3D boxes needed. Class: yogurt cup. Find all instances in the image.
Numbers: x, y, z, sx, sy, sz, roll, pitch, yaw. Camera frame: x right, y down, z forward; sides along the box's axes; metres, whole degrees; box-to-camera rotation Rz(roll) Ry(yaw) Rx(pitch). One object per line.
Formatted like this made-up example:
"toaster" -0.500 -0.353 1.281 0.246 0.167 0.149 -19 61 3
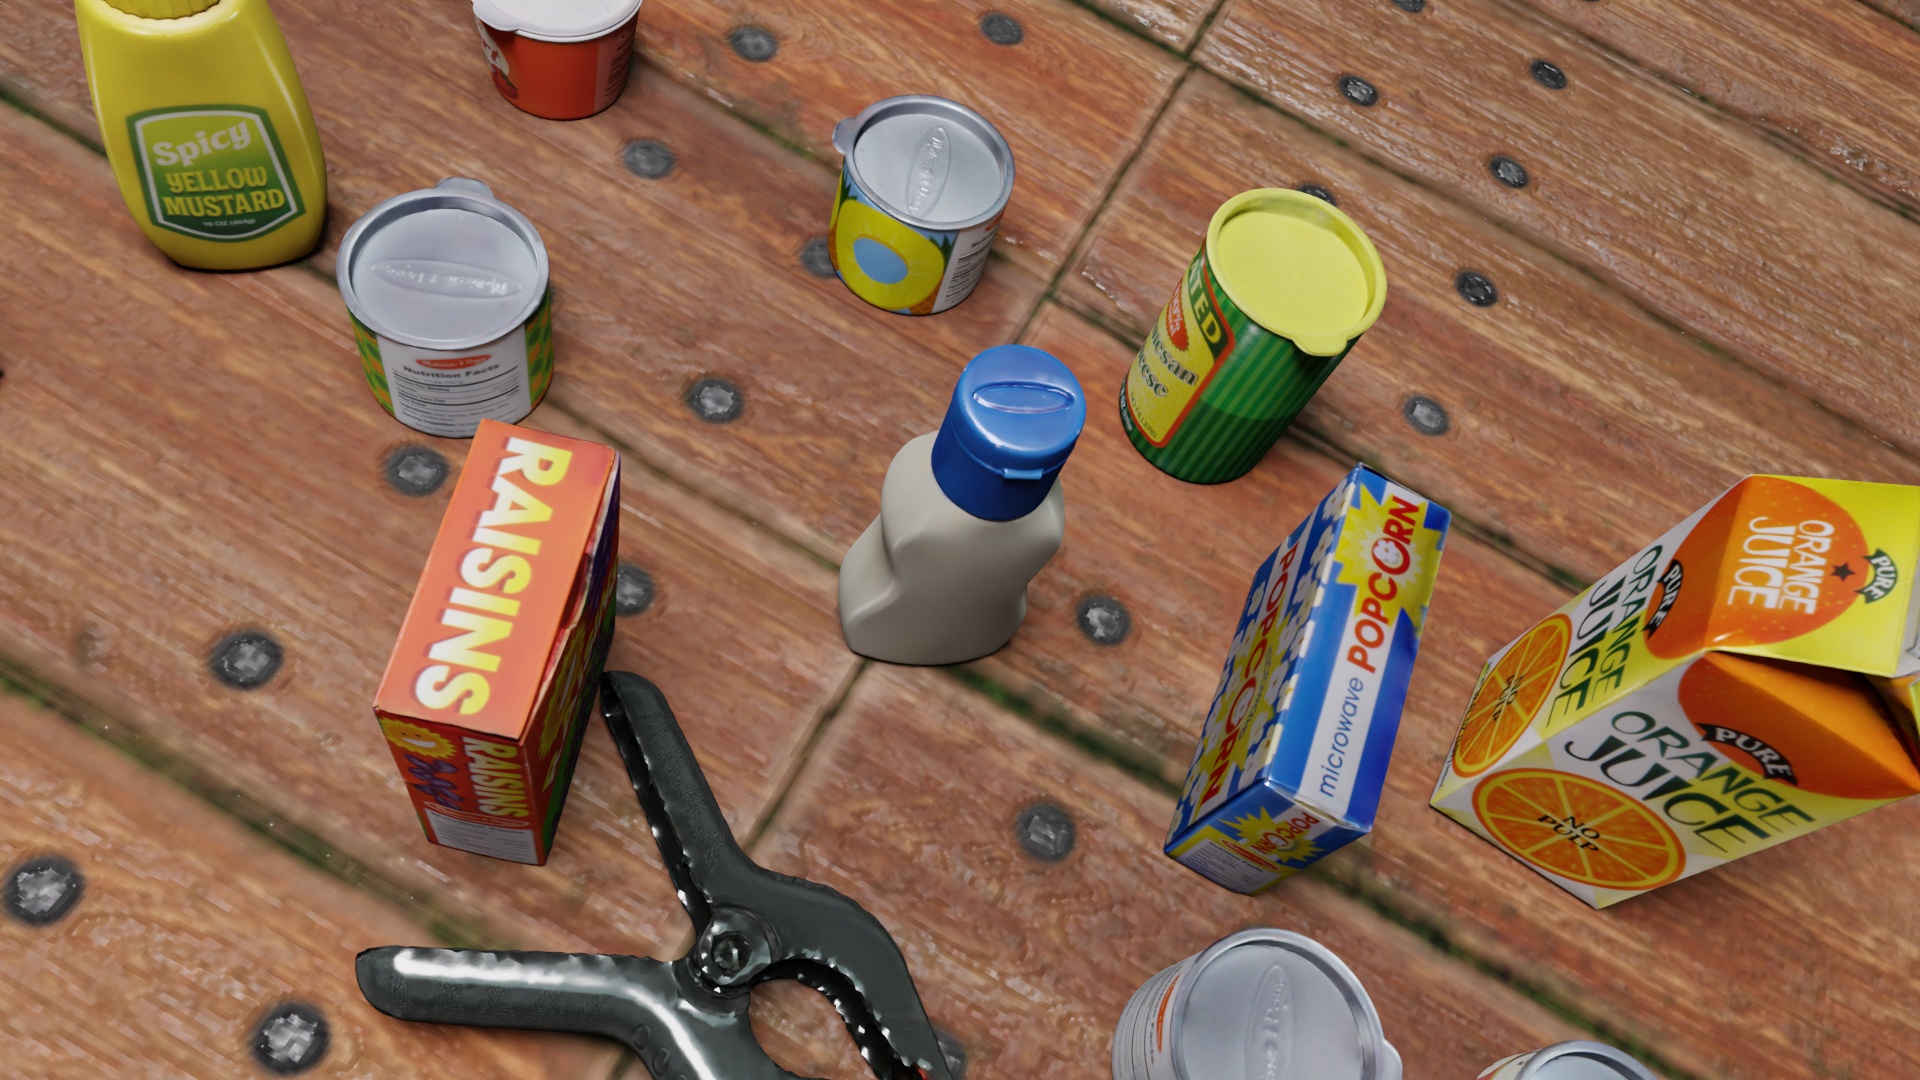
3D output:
"yogurt cup" -0.161 -0.207 0.555 0.072 0.053 0.073 6 62 -11

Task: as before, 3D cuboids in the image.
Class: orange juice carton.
"orange juice carton" 0.237 0.048 0.440 0.073 0.191 0.072 32 60 4

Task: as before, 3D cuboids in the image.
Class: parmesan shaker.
"parmesan shaker" 0.106 -0.071 0.521 0.071 0.102 0.071 6 62 -11

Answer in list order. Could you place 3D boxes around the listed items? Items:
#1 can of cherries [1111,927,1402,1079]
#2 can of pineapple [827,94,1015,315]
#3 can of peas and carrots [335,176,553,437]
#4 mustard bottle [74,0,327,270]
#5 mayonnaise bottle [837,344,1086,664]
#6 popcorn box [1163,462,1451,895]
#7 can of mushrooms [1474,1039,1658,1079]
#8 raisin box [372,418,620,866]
"can of cherries" 0.088 0.158 0.421 0.071 0.058 0.072 6 62 -11
"can of pineapple" -0.018 -0.133 0.549 0.071 0.057 0.071 6 62 -11
"can of peas and carrots" -0.175 -0.080 0.481 0.071 0.058 0.071 6 62 -11
"mustard bottle" -0.246 -0.151 0.442 0.065 0.159 0.049 -12 66 -19
"mayonnaise bottle" 0.002 -0.005 0.434 0.065 0.147 0.041 1 63 -14
"popcorn box" 0.117 0.048 0.471 0.038 0.084 0.127 26 60 0
"can of mushrooms" 0.194 0.197 0.441 0.071 0.033 0.071 6 61 -11
"raisin box" -0.126 0.034 0.395 0.040 0.122 0.086 14 60 -7
